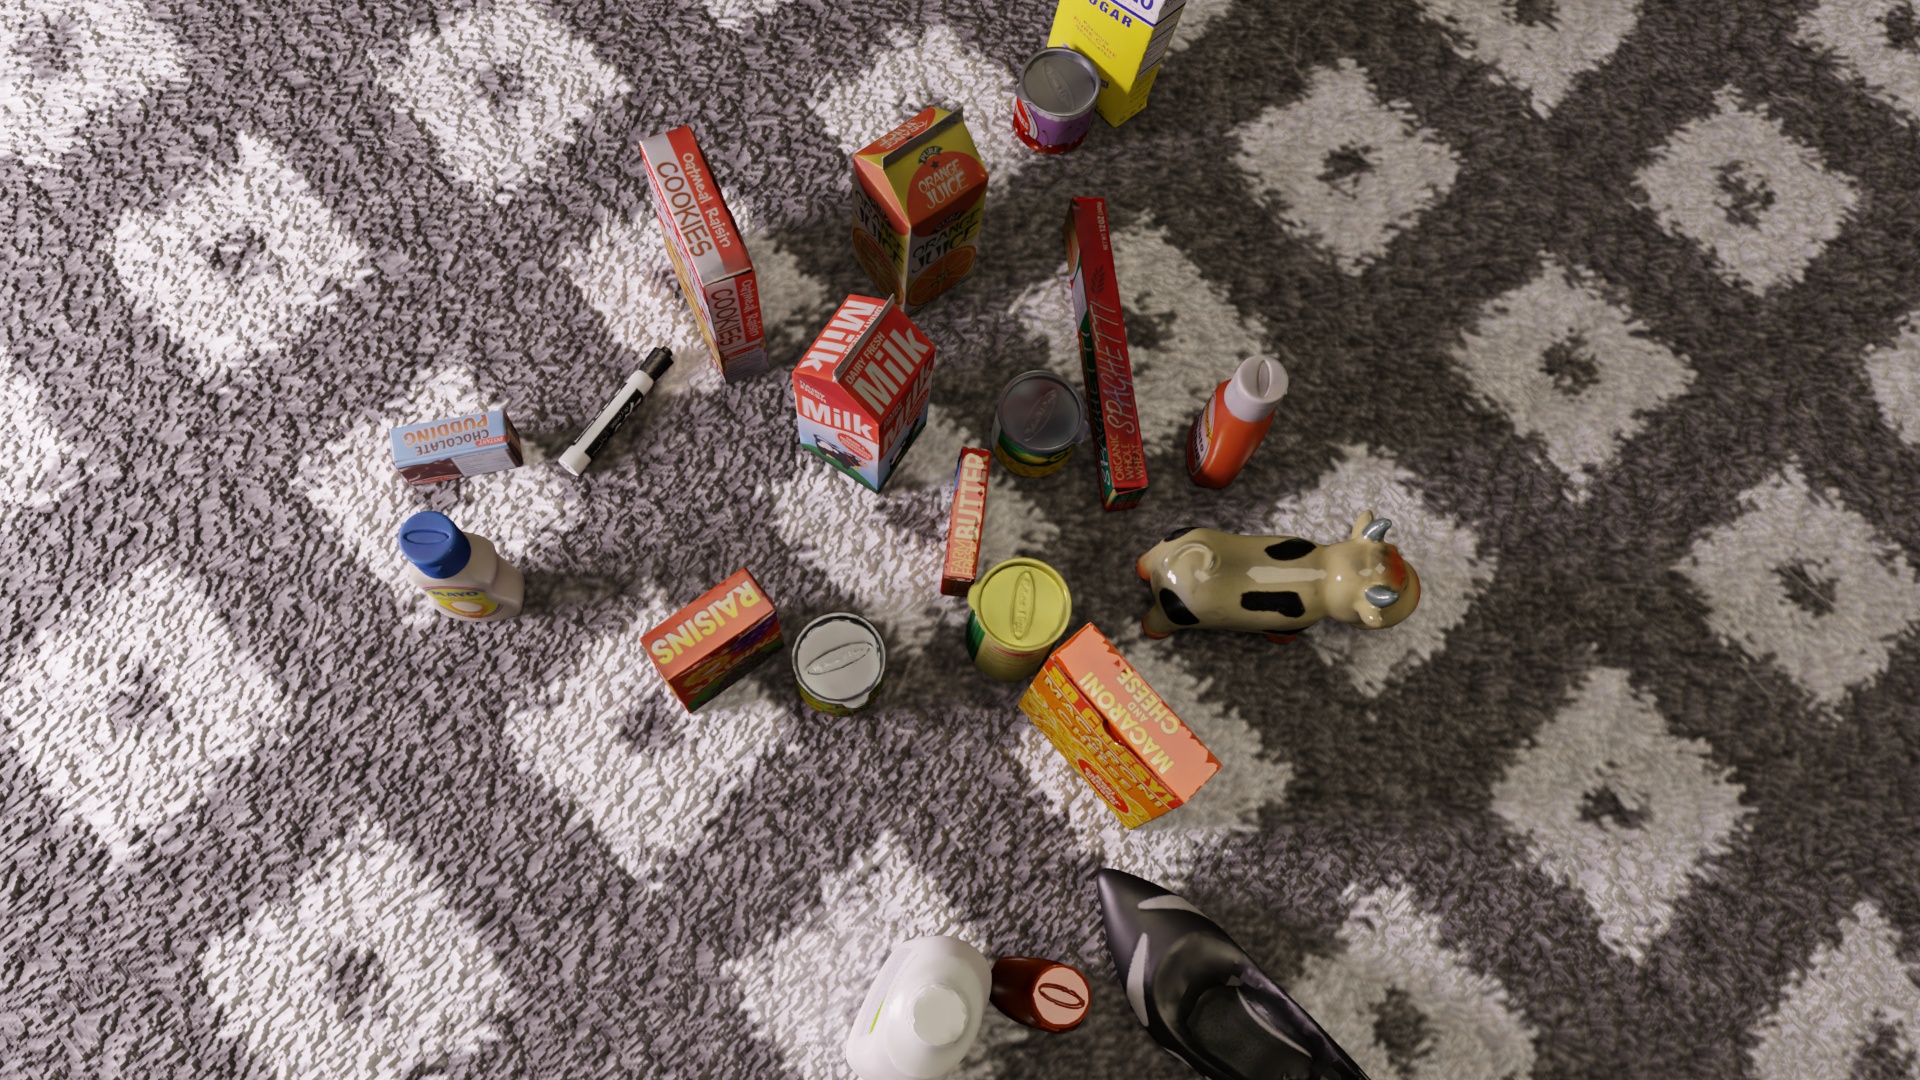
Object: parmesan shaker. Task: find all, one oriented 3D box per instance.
[{"bbox_3d":[0.036,0.057,0.986,0.071,0.102,0.071,1,73,-4],"label":"parmesan shaker"}]

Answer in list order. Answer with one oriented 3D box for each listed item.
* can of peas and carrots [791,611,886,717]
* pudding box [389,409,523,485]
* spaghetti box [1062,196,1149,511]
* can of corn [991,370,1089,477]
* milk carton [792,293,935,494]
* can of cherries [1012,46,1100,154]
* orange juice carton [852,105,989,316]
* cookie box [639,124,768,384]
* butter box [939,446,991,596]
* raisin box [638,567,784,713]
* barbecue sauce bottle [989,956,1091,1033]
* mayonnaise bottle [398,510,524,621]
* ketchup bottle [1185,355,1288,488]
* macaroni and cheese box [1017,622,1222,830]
[{"bbox_3d":[-0.085,0.091,0.989,0.071,0.058,0.071,1,73,-4],"label":"can of peas and carrots"},{"bbox_3d":[-0.370,-0.068,1.020,0.084,0.049,0.030,-11,74,-8],"label":"pudding box"},{"bbox_3d":[0.111,-0.147,1.084,0.029,0.050,0.250,-5,73,-6],"label":"spaghetti box"},{"bbox_3d":[0.060,-0.086,1.057,0.071,0.058,0.071,1,73,-4],"label":"can of corn"},{"bbox_3d":[-0.068,-0.107,0.984,0.073,0.190,0.072,32,73,5],"label":"milk carton"},{"bbox_3d":[0.076,-0.361,1.145,0.071,0.058,0.071,1,73,-4],"label":"can of cherries"},{"bbox_3d":[-0.032,-0.249,1.030,0.072,0.192,0.073,-35,79,-14],"label":"orange juice carton"},{"bbox_3d":[-0.184,-0.205,1.017,0.040,0.167,0.123,-23,76,-11],"label":"cookie box"},{"bbox_3d":[0.004,-0.013,1.032,0.024,0.053,0.104,8,72,-2],"label":"butter box"},{"bbox_3d":[-0.168,0.071,0.954,0.086,0.123,0.040,-34,79,-14],"label":"raisin box"},{"bbox_3d":[0.054,0.291,0.889,0.065,0.148,0.044,21,73,2],"label":"barbecue sauce bottle"},{"bbox_3d":[-0.342,0.019,0.943,0.065,0.147,0.041,1,73,-4],"label":"mayonnaise bottle"},{"bbox_3d":[0.203,-0.090,1.022,0.043,0.148,0.065,7,73,-2],"label":"ketchup bottle"},{"bbox_3d":[0.101,0.130,0.935,0.040,0.166,0.124,-40,80,-14],"label":"macaroni and cheese box"}]
